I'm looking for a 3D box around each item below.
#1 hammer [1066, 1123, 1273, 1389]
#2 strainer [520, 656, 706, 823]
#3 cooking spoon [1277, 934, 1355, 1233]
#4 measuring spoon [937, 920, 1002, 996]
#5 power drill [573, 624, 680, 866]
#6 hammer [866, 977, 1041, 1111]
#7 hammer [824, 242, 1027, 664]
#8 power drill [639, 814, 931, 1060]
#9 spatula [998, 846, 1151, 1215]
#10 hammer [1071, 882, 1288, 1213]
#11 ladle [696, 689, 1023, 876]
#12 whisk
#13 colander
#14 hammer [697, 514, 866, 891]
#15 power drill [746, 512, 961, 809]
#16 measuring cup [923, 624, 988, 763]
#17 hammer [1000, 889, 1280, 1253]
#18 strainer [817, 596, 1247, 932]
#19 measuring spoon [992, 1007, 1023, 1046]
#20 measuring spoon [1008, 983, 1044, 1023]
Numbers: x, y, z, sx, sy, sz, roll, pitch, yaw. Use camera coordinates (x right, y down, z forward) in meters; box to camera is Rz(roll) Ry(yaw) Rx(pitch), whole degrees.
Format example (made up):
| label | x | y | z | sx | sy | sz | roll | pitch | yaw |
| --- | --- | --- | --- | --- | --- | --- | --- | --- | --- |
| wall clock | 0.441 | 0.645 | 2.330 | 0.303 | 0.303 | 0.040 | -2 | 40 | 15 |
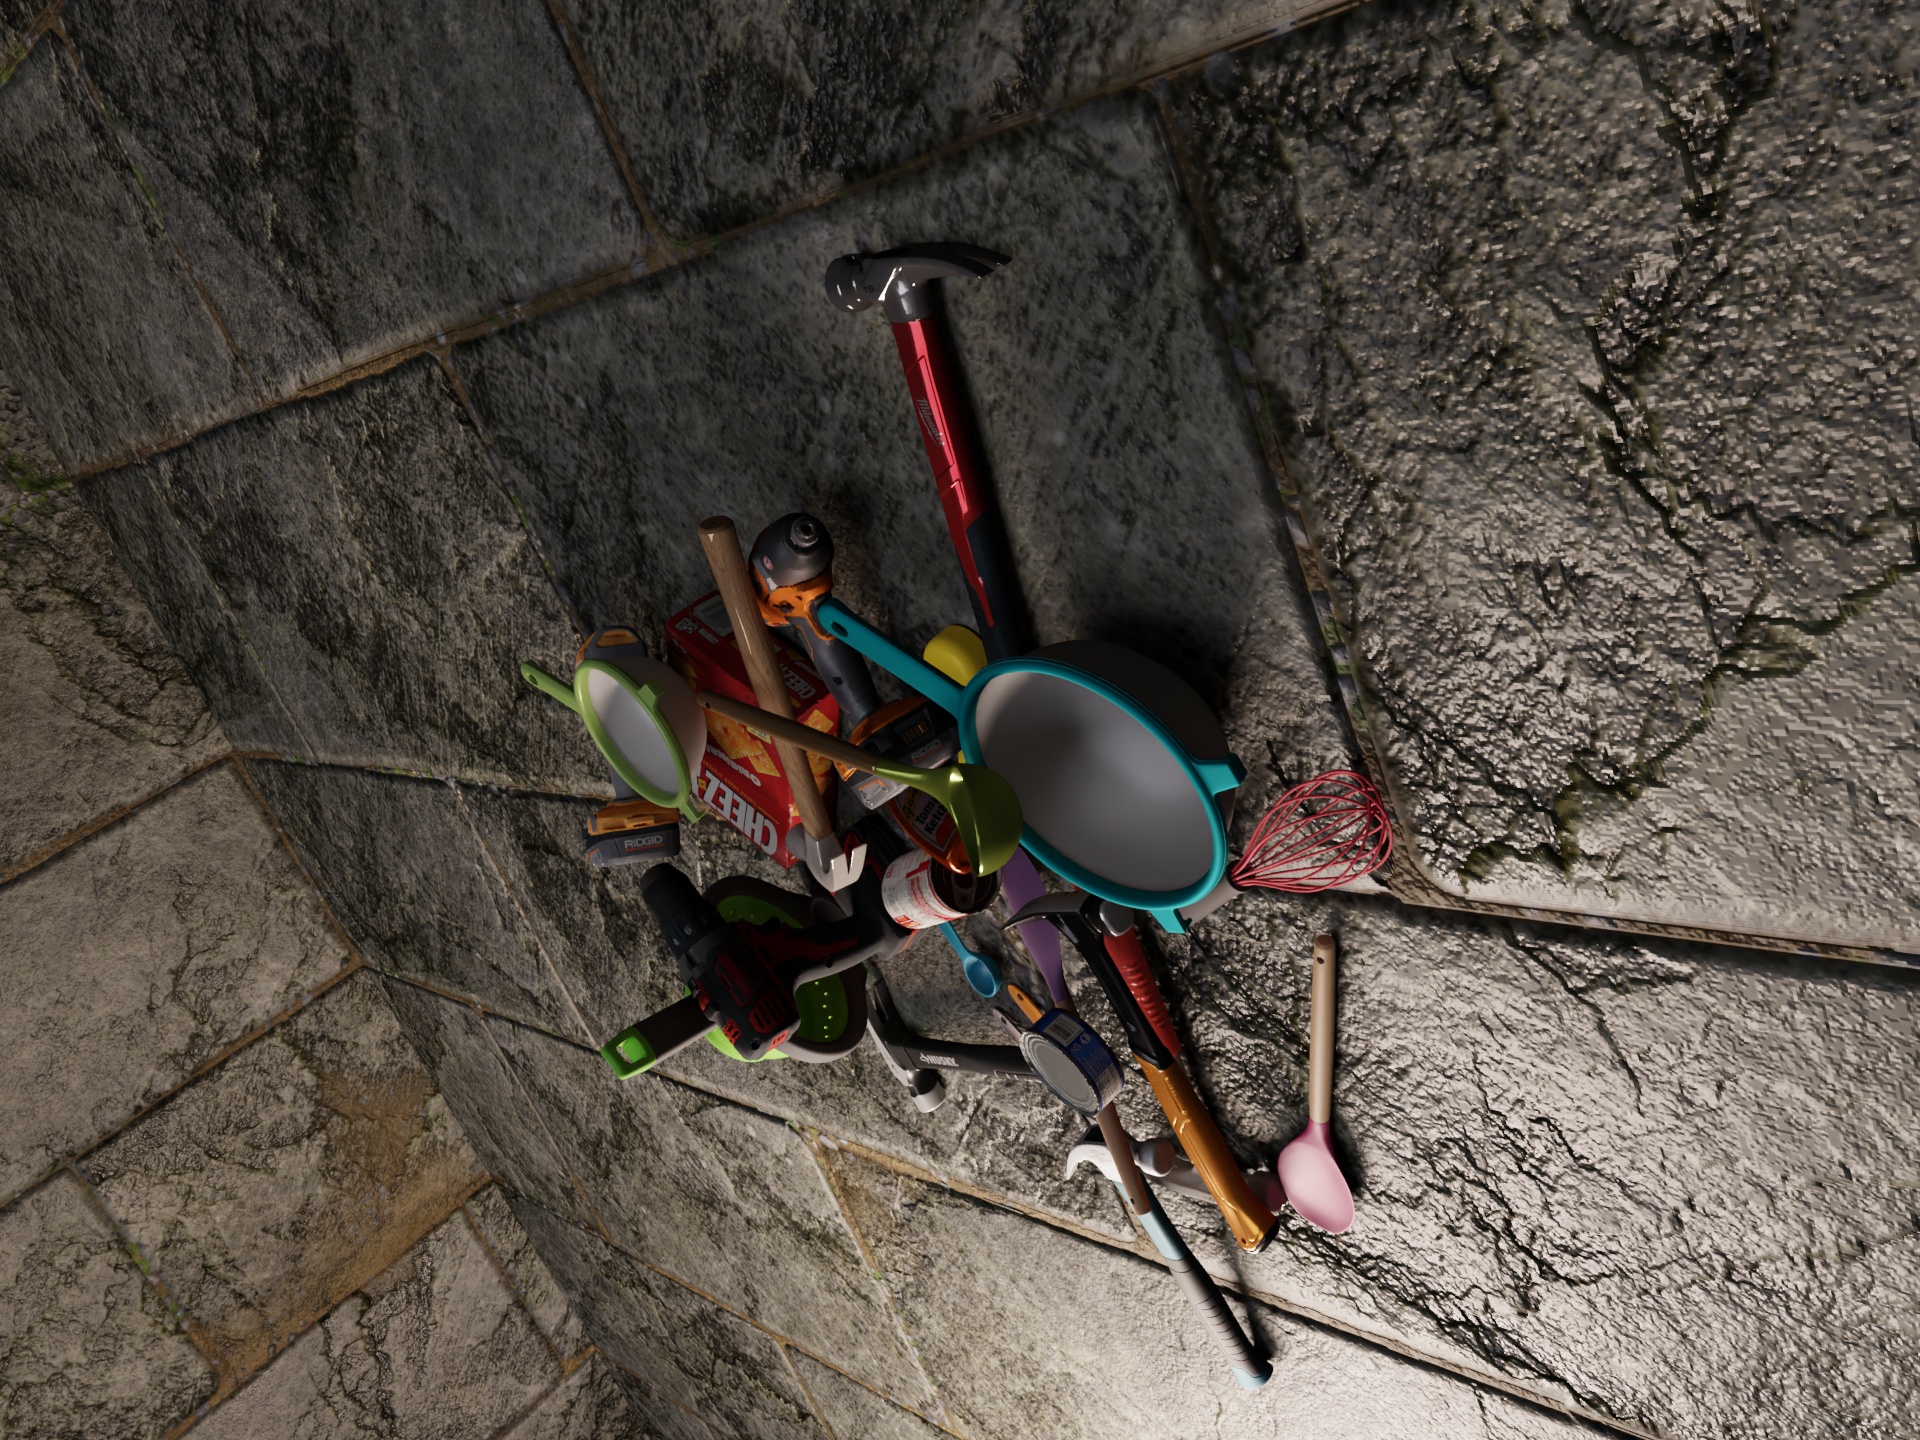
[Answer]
| label | x | y | z | sx | sy | sz | roll | pitch | yaw |
| --- | --- | --- | --- | --- | --- | --- | --- | --- | --- |
| hammer | 0.196 | 0.477 | 1.401 | 0.128 | 0.033 | 0.330 | -2 | 126 | 49 |
| strainer | -0.304 | -0.019 | 1.430 | 0.257 | 0.069 | 0.151 | 25 | 140 | 40 |
| cooking spoon | 0.270 | 0.278 | 1.189 | 0.069 | 0.017 | 0.318 | 23 | 136 | 35 |
| measuring spoon | 0.000 | 0.190 | 1.435 | 0.129 | 0.021 | 0.042 | 55 | 146 | 13 |
| power drill | -0.340 | 0.027 | 1.568 | 0.185 | 0.084 | 0.226 | 166 | 96 | -68 |
| hammer | 0.015 | 0.311 | 1.484 | 0.335 | 0.035 | 0.146 | -13 | 110 | 58 |
| hammer | 0.018 | -0.135 | 1.101 | 0.143 | 0.038 | 0.386 | 11 | 128 | 43 |
| power drill | -0.152 | 0.169 | 1.397 | 0.188 | 0.226 | 0.080 | 52 | 145 | 13 |
| spatula | 0.094 | 0.252 | 1.303 | 0.060 | 0.018 | 0.316 | -28 | 80 | 57 |
| hammer | 0.148 | 0.244 | 1.286 | 0.149 | 0.037 | 0.358 | 1 | 121 | 49 |
| ladle | -0.086 | 0.031 | 1.156 | 0.320 | 0.062 | 0.078 | 20 | 130 | 34 |
| whisk | 0.201 | 0.101 | 1.083 | 0.073 | 0.073 | 0.295 | 51 | 152 | 3 |
| colander | -0.223 | 0.265 | 1.437 | 0.094 | 0.397 | 0.204 | -43 | 81 | 21 |
| hammer | -0.144 | -0.006 | 1.265 | 0.130 | 0.031 | 0.331 | 32 | 143 | 56 |
| power drill | -0.090 | -0.053 | 1.229 | 0.226 | 0.084 | 0.164 | 58 | 161 | 4 |
| measuring cup | -0.002 | -0.004 | 1.246 | 0.062 | 0.029 | 0.156 | 29 | 138 | 31 |
| hammer | 0.154 | 0.278 | 1.246 | 0.127 | 0.034 | 0.336 | -14 | 110 | 53 |
| strainer | 0.057 | -0.012 | 1.098 | 0.340 | 0.095 | 0.210 | 33 | 146 | 19 |
| measuring spoon | 0.075 | 0.303 | 1.448 | 0.124 | 0.018 | 0.034 | 44 | 146 | 25 |
| measuring spoon | 0.085 | 0.276 | 1.414 | 0.117 | 0.011 | 0.021 | 45 | 145 | 17 |
